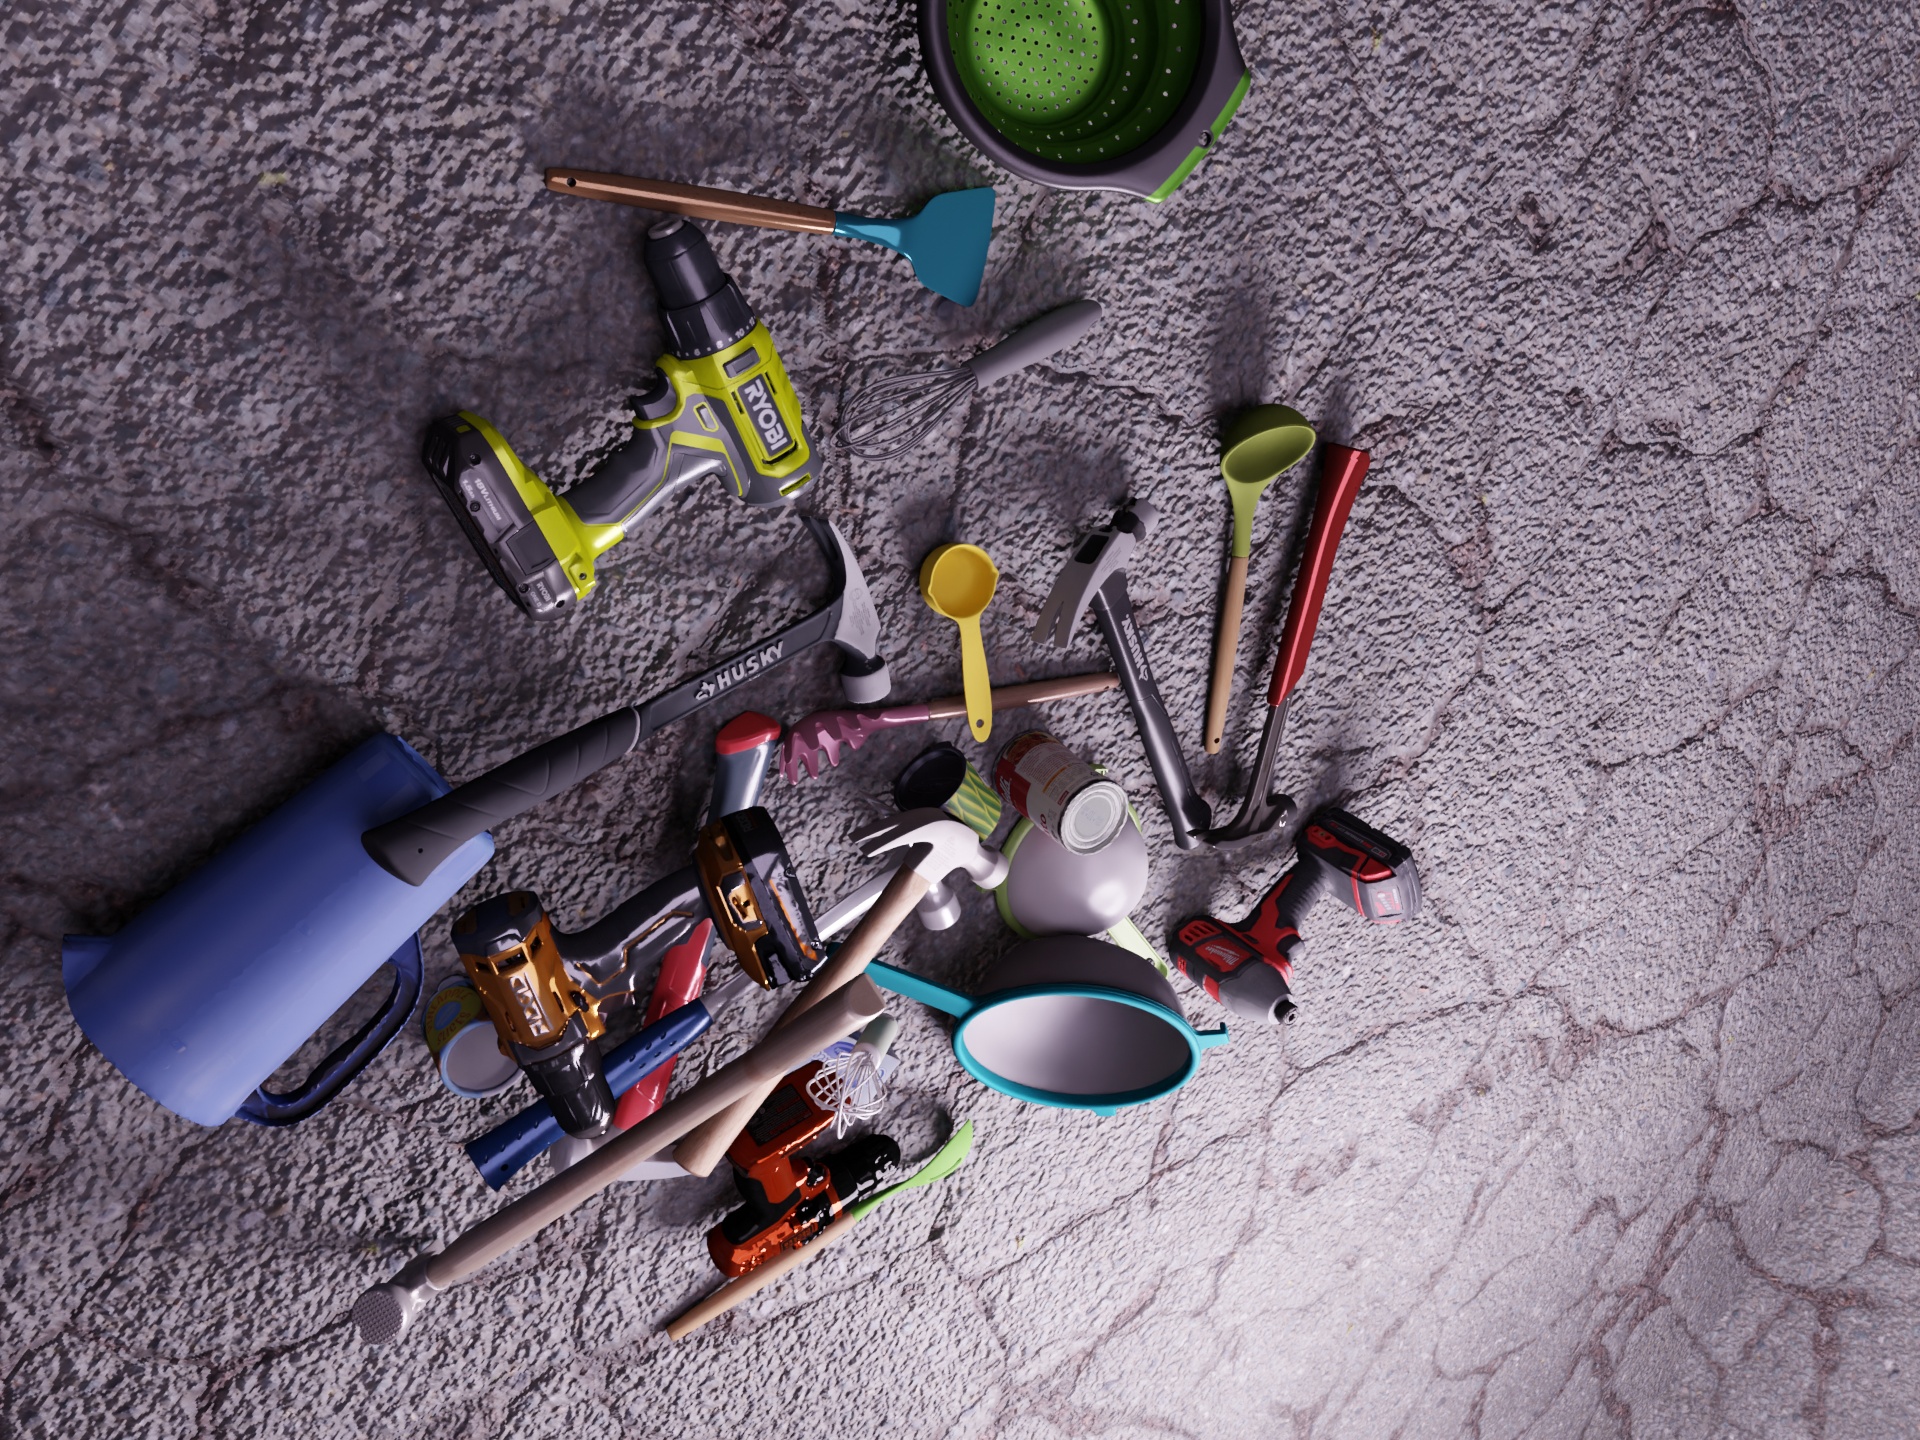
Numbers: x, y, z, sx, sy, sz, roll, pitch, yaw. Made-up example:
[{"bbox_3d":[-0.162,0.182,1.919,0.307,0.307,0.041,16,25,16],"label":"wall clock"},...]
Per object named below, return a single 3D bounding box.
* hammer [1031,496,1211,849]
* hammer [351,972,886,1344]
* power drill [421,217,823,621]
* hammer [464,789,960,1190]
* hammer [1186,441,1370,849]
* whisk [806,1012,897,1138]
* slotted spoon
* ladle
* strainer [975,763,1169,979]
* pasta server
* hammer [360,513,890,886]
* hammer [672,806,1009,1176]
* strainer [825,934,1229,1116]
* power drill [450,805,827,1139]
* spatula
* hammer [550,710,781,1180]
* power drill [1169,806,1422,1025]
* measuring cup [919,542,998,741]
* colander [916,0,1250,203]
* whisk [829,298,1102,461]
[{"bbox_3d":[0.152,-0.011,1.323,0.146,0.035,0.334,-50,135,-28],"label":"hammer"},{"bbox_3d":[-0.232,0.302,1.137,0.410,0.146,0.038,-33,87,0],"label":"hammer"},{"bbox_3d":[-0.213,-0.186,1.002,0.228,0.080,0.190,-35,126,-17],"label":"power drill"},{"bbox_3d":[-0.183,0.205,1.184,0.405,0.035,0.143,-34,128,-17],"label":"hammer"},{"bbox_3d":[0.286,-0.061,1.382,0.149,0.037,0.359,-8,115,-50],"label":"hammer"},{"bbox_3d":[-0.075,0.264,1.227,0.058,0.246,0.059,8,93,5],"label":"whisk"},{"bbox_3d":[-0.116,0.447,1.388,0.314,0.031,0.070,-31,167,-11],"label":"slotted spoon"},{"bbox_3d":[0.237,-0.110,1.334,0.078,0.062,0.320,-7,119,-21],"label":"ladle"},{"bbox_3d":[0.135,0.168,1.392,0.151,0.069,0.256,-44,126,-7],"label":"strainer"},{"bbox_3d":[-0.002,-0.004,1.245,0.316,0.040,0.060,-10,154,-30],"label":"pasta server"},{"bbox_3d":[-0.203,-0.007,1.043,0.409,0.036,0.149,-32,123,-39],"label":"hammer"},{"bbox_3d":[-0.104,0.204,1.194,0.331,0.031,0.129,-52,132,-2],"label":"hammer"},{"bbox_3d":[0.045,0.223,1.348,0.340,0.095,0.211,23,138,-18],"label":"strainer"},{"bbox_3d":[-0.210,0.176,1.096,0.226,0.084,0.185,-22,112,-11],"label":"power drill"},{"bbox_3d":[-0.112,-0.327,1.033,0.317,0.044,0.082,1,112,-27],"label":"spatula"},{"bbox_3d":[-0.194,0.178,1.211,0.143,0.038,0.386,9,107,-36],"label":"hammer"},{"bbox_3d":[0.315,0.189,1.471,0.219,0.143,0.078,-35,129,-16],"label":"power drill"},{"bbox_3d":[0.002,-0.059,1.212,0.062,0.029,0.156,-17,111,-26],"label":"measuring cup"},{"bbox_3d":[0.002,-0.490,0.996,0.396,0.094,0.204,37,91,-20],"label":"colander"},{"bbox_3d":[0.008,-0.247,1.131,0.239,0.055,0.055,-32,126,-21],"label":"whisk"}]
